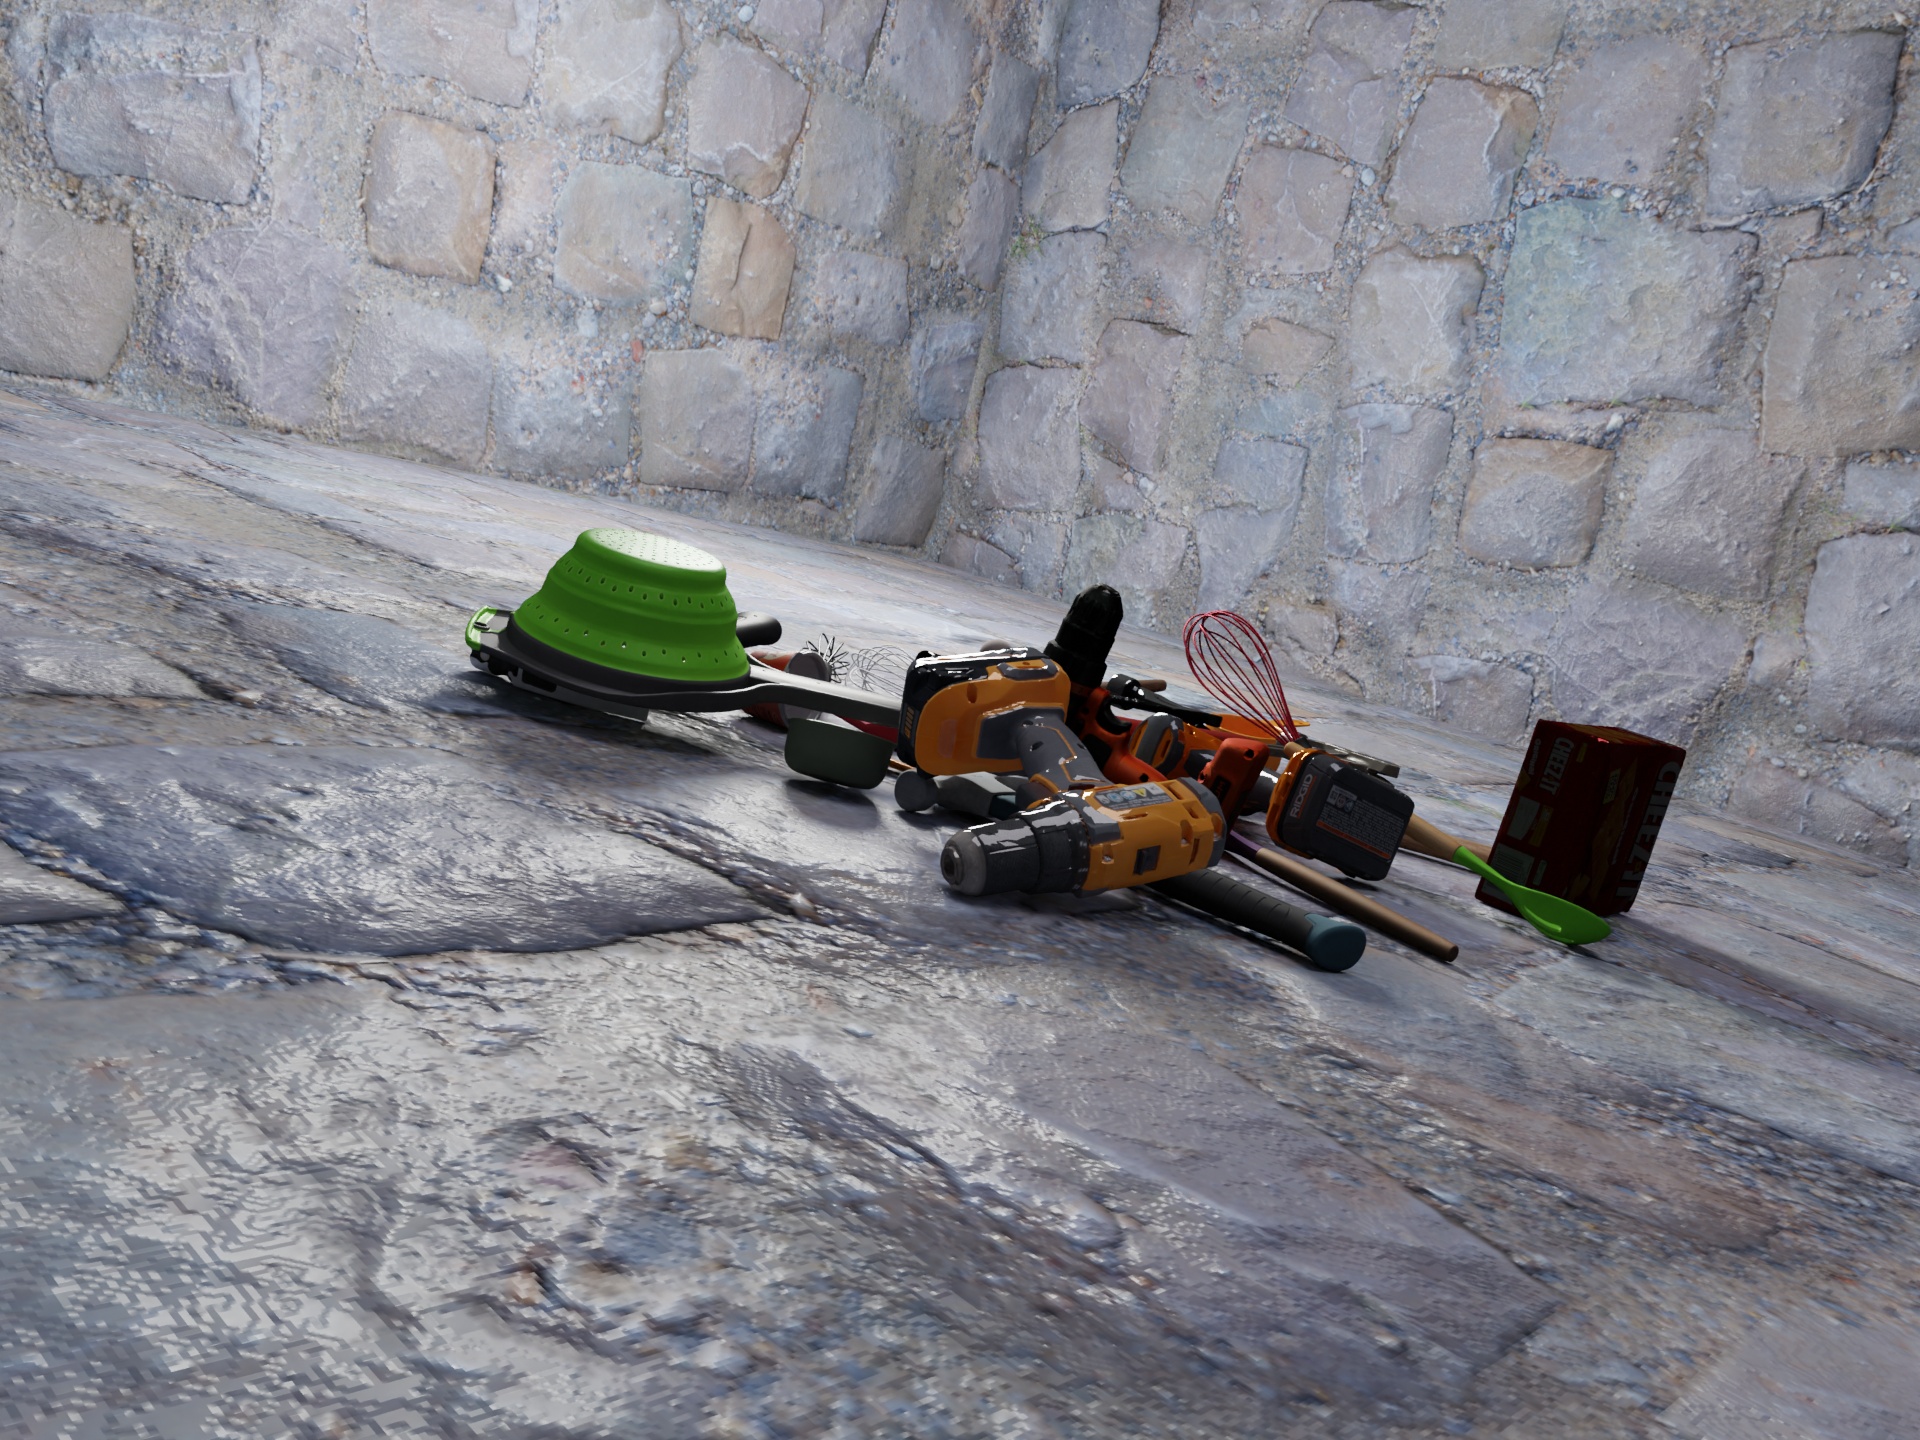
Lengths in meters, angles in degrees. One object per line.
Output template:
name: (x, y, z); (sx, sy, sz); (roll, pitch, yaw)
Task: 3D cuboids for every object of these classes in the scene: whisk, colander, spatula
whisk: (-0.132, -0.049, 1.501); (0.055, 0.055, 0.239); (14, 7, -4)
colander: (-0.158, -0.066, 1.189); (0.397, 0.094, 0.205); (13, 15, -13)
whisk: (0.299, 0.008, 1.468); (0.073, 0.073, 0.296); (5, 45, -50)
whisk: (-0.002, -0.006, 1.453); (0.285, 0.070, 0.070); (27, 14, 37)
spatula: (0.244, 0.111, 1.199); (0.316, 0.018, 0.059); (28, -18, 50)

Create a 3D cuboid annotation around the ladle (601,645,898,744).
ladle: (-0.189, -0.029, 1.382); (0.315, 0.031, 0.069); (15, 3, 13)

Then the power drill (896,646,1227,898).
power drill: (0.036, 0.038, 1.027); (0.185, 0.084, 0.226); (-8, 32, -29)

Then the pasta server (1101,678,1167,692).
pasta server: (0.097, -0.035, 1.680); (0.316, 0.060, 0.040); (-5, 61, -37)

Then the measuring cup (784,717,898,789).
measuring cup: (-0.082, 0.033, 1.165); (0.083, 0.038, 0.167); (13, -9, 8)

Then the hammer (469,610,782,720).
hammer: (-0.243, -0.058, 1.332); (0.146, 0.035, 0.335); (18, 16, 20)

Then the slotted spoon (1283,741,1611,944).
slotted spoon: (0.391, 0.098, 1.319); (0.314, 0.031, 0.070); (36, -7, 37)

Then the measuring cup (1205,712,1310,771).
measuring cup: (0.332, 0.028, 1.744); (0.095, 0.052, 0.173); (23, 18, 39)

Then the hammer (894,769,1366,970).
hammer: (0.115, 0.094, 1.073); (0.331, 0.033, 0.128); (21, 12, 36)

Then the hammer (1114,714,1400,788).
hammer: (0.251, 0.024, 1.518); (0.358, 0.036, 0.149); (7, 10, -36)

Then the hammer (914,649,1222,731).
hammer: (0.099, -0.026, 1.517); (0.149, 0.036, 0.408); (24, 10, 38)

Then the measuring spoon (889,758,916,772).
measuring spoon: (-0.031, 0.038, 1.236); (0.117, 0.011, 0.021); (19, -13, 21)

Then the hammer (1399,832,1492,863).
hammer: (0.369, 0.093, 1.508); (0.331, 0.031, 0.130); (16, 9, 10)

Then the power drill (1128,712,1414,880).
power drill: (0.267, 0.063, 1.345); (0.164, 0.084, 0.227); (24, -2, -35)

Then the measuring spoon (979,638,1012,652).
measuring spoon: (0.078, -0.050, 1.446); (0.124, 0.018, 0.034); (20, 9, 8)
